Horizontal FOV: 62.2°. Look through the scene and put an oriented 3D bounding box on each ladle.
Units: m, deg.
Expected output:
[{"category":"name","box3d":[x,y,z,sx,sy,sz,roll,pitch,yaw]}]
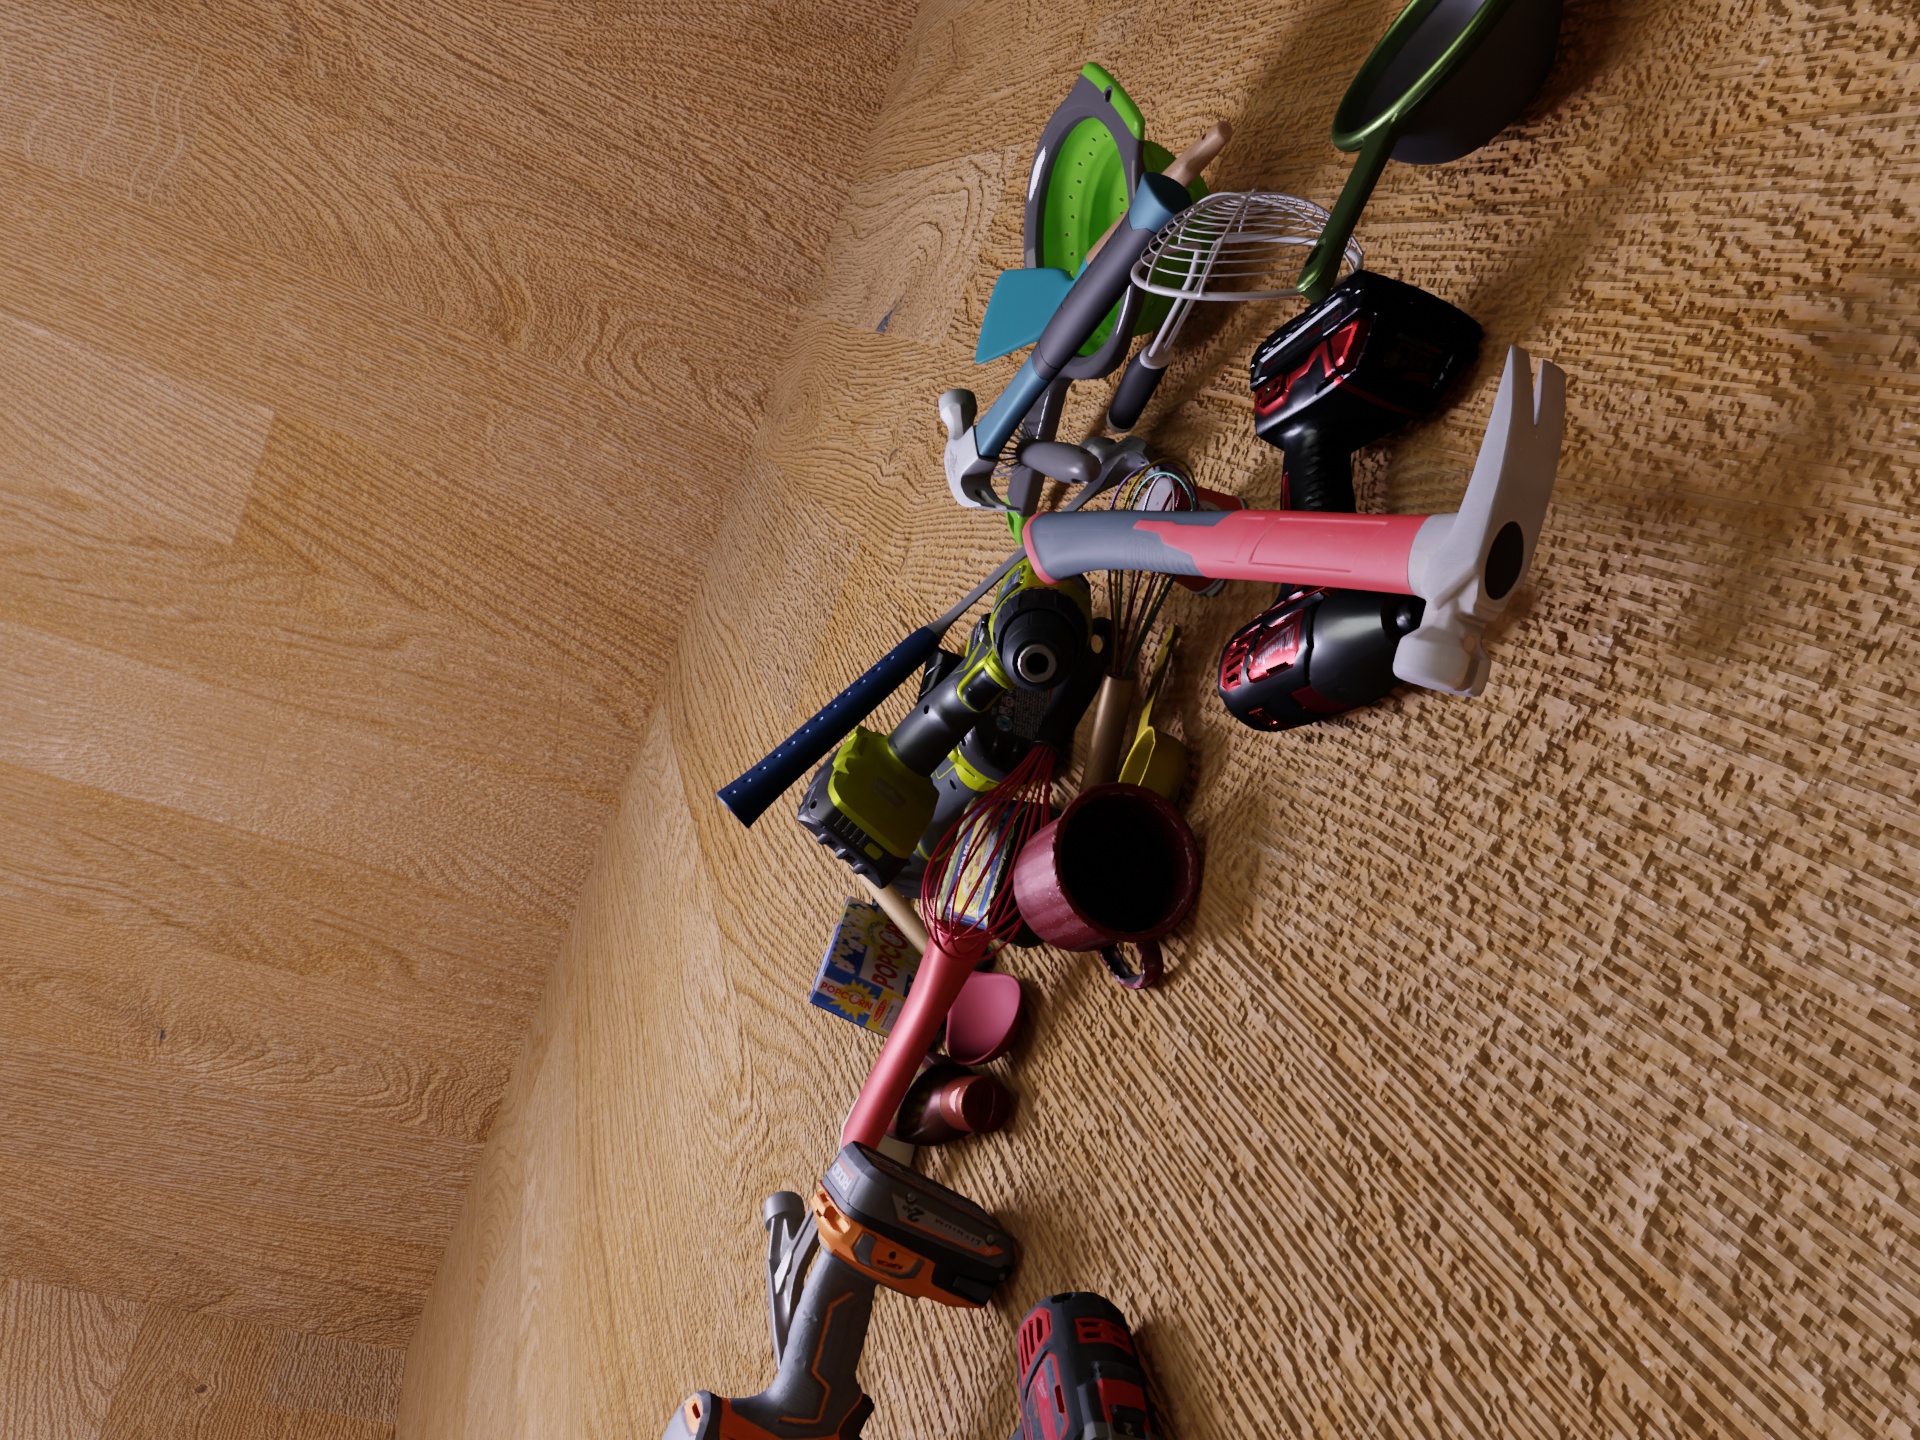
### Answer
[{"category":"ladle","box3d":[-0.031,0.159,1.173,0.069,0.031,0.316,-47,34,-1]}]

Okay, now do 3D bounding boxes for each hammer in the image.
[{"category":"hammer","box3d":[0.140,-0.105,0.810,0.386,0.038,0.143,17,91,63]},{"category":"hammer","box3d":[-0.050,0.088,1.384,0.146,0.035,0.335,-29,45,62]},{"category":"hammer","box3d":[-0.063,0.284,1.094,0.149,0.036,0.359,-109,38,-54]},{"category":"hammer","box3d":[-0.012,-0.069,1.148,0.405,0.035,0.144,-42,19,-8]},{"category":"hammer","box3d":[0.063,-0.256,1.095,0.331,0.033,0.128,134,134,-56]}]

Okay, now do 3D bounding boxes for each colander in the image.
[{"category":"colander","box3d":[0.113,-0.302,1.246,0.396,0.094,0.205,103,153,-43]}]

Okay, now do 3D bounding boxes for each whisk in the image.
[{"category":"whisk","box3d":[0.055,-0.201,1.206,0.055,0.055,0.239,-68,23,7]},{"category":"whisk","box3d":[0.109,-0.049,0.998,0.047,0.051,0.244,-31,-42,-49]},{"category":"whisk","box3d":[0.048,0.035,1.044,0.073,0.073,0.296,-44,14,52]}]

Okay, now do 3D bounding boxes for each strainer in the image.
[{"category":"strainer","box3d":[0.250,-0.307,0.833,0.256,0.069,0.151,-62,16,-18]}]

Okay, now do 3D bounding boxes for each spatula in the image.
[{"category":"spatula","box3d":[0.093,-0.328,1.087,0.317,0.044,0.082,155,133,-67]}]

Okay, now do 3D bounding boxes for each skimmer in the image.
[{"category":"skimmer","box3d":[0.144,-0.231,1.012,0.363,0.127,0.090,120,139,-77]}]

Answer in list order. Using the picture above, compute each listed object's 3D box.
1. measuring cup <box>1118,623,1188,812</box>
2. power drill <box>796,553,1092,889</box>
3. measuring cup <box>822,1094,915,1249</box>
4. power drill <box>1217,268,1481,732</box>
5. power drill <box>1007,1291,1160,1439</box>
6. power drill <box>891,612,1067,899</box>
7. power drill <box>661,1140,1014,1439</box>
[{"category":"measuring cup","box3d":[0.130,-0.001,1.000,0.062,0.029,0.157,120,172,-50]},{"category":"power drill","box3d":[-0.002,-0.003,1.022,0.228,0.080,0.191,-47,8,16]},{"category":"measuring cup","box3d":[-0.072,0.359,1.179,0.083,0.038,0.167,-179,106,-70]},{"category":"power drill","box3d":[0.201,-0.109,0.823,0.143,0.078,0.220,152,131,-64]},{"category":"power drill","box3d":[0.029,0.421,0.783,0.226,0.080,0.188,-58,23,25]},{"category":"power drill","box3d":[0.004,0.020,1.241,0.223,0.080,0.171,130,153,-52]},{"category":"power drill","box3d":[-0.061,0.393,0.969,0.226,0.164,0.084,-60,18,-7]}]
